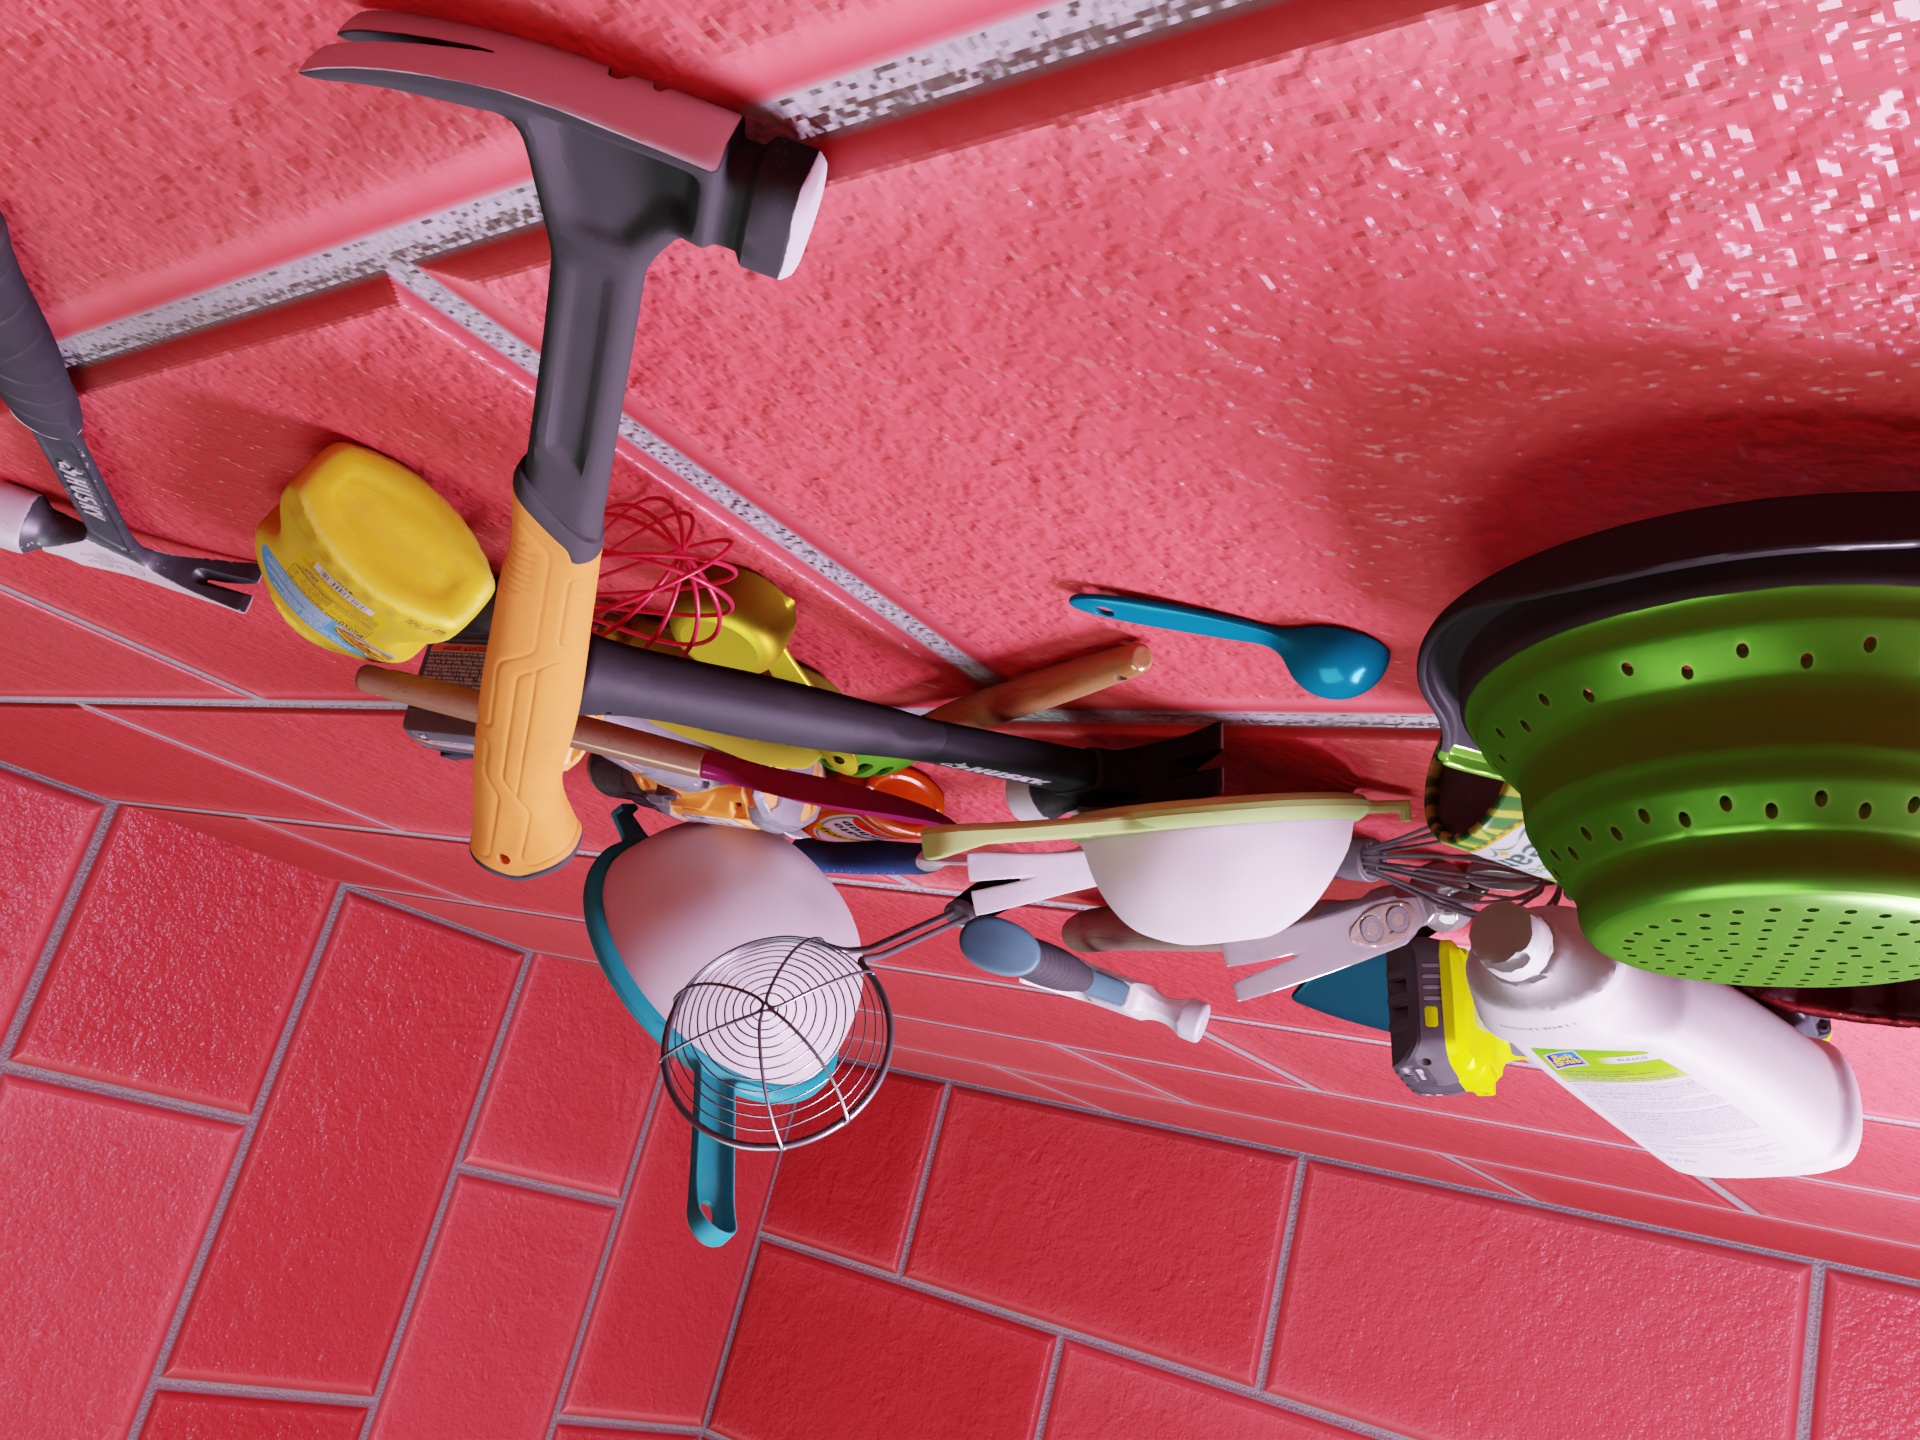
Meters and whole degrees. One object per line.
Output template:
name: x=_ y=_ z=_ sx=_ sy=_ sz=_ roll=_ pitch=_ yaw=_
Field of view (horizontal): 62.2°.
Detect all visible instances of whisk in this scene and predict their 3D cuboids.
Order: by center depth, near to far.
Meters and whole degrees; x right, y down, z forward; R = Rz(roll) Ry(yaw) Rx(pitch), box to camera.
whisk: x=-0.184 y=-0.058 z=0.735 sx=0.073 sy=0.073 sz=0.296 roll=26 pitch=166 yaw=-32
whisk: x=0.211 y=0.070 z=0.825 sx=0.055 sy=0.055 sz=0.239 roll=25 pitch=165 yaw=-30

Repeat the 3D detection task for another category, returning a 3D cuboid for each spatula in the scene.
spatula: x=0.281 y=0.146 z=1.005 sx=0.082 sy=0.044 sz=0.317 roll=17 pitch=163 yaw=7

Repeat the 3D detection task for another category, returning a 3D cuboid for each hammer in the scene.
hammer: x=-0.140 y=-0.054 z=0.512 sx=0.127 sy=0.034 sz=0.336 roll=18 pitch=138 yaw=-6
hammer: x=-0.024 y=0.006 z=0.704 sx=0.334 sy=0.035 sz=0.146 roll=12 pitch=164 yaw=-42
hammer: x=-0.417 y=-0.132 z=0.741 sx=0.149 sy=0.036 sz=0.409 roll=19 pitch=163 yaw=-15
hammer: x=0.070 y=0.162 z=1.017 sx=0.128 sy=0.033 sz=0.330 roll=17 pitch=172 yaw=22
hammer: x=0.146 y=0.137 z=1.019 sx=0.146 sy=0.038 sz=0.410 roll=-15 pitch=177 yaw=-20
hammer: x=-0.018 y=0.091 z=1.047 sx=0.144 sy=0.035 sz=0.405 roll=-7 pitch=180 yaw=-30

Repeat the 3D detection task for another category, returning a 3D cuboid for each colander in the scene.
colander: x=0.256 y=-0.005 z=0.391 sx=0.204 sy=0.095 sz=0.397 roll=11 pitch=159 yaw=-9

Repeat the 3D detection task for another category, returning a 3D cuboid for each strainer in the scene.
strainer: x=0.087 y=0.075 z=0.754 sx=0.256 sy=0.069 sz=0.151 roll=0 pitch=172 yaw=-39
strainer: x=-0.126 y=0.166 z=0.977 sx=0.210 sy=0.095 sz=0.341 roll=38 pitch=-161 yaw=-24

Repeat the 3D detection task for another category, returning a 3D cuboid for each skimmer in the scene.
skimmer: x=-0.039 y=0.157 z=0.983 sx=0.127 sy=0.090 sz=0.363 roll=28 pitch=-162 yaw=22

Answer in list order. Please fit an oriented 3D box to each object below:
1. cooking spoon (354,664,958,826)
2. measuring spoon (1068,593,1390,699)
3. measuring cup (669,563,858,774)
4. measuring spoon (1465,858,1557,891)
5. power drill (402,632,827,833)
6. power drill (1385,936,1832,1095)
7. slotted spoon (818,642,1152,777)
cooking spoon: x=-0.151 y=0.015 z=0.788 sx=0.319 sy=0.017 sz=0.068 roll=13 pitch=175 yaw=6
measuring spoon: x=0.104 y=-0.028 z=0.632 sx=0.128 sy=0.021 sz=0.042 roll=12 pitch=163 yaw=8
measuring cup: x=-0.089 y=-0.013 z=0.769 sx=0.062 sy=0.029 sz=0.156 roll=0 pitch=140 yaw=28
measuring spoon: x=0.315 y=0.072 z=0.794 sx=0.124 sy=0.018 sz=0.034 roll=-6 pitch=153 yaw=36
power drill: x=-0.216 y=0.009 z=0.951 sx=0.185 sy=0.084 sz=0.226 roll=4 pitch=164 yaw=39
power drill: x=0.359 y=0.161 z=0.887 sx=0.223 sy=0.080 sz=0.171 roll=-7 pitch=157 yaw=22
slotted spoon: x=-0.001 y=-0.003 z=0.806 sx=0.070 sy=0.031 sz=0.314 roll=18 pitch=162 yaw=-26
